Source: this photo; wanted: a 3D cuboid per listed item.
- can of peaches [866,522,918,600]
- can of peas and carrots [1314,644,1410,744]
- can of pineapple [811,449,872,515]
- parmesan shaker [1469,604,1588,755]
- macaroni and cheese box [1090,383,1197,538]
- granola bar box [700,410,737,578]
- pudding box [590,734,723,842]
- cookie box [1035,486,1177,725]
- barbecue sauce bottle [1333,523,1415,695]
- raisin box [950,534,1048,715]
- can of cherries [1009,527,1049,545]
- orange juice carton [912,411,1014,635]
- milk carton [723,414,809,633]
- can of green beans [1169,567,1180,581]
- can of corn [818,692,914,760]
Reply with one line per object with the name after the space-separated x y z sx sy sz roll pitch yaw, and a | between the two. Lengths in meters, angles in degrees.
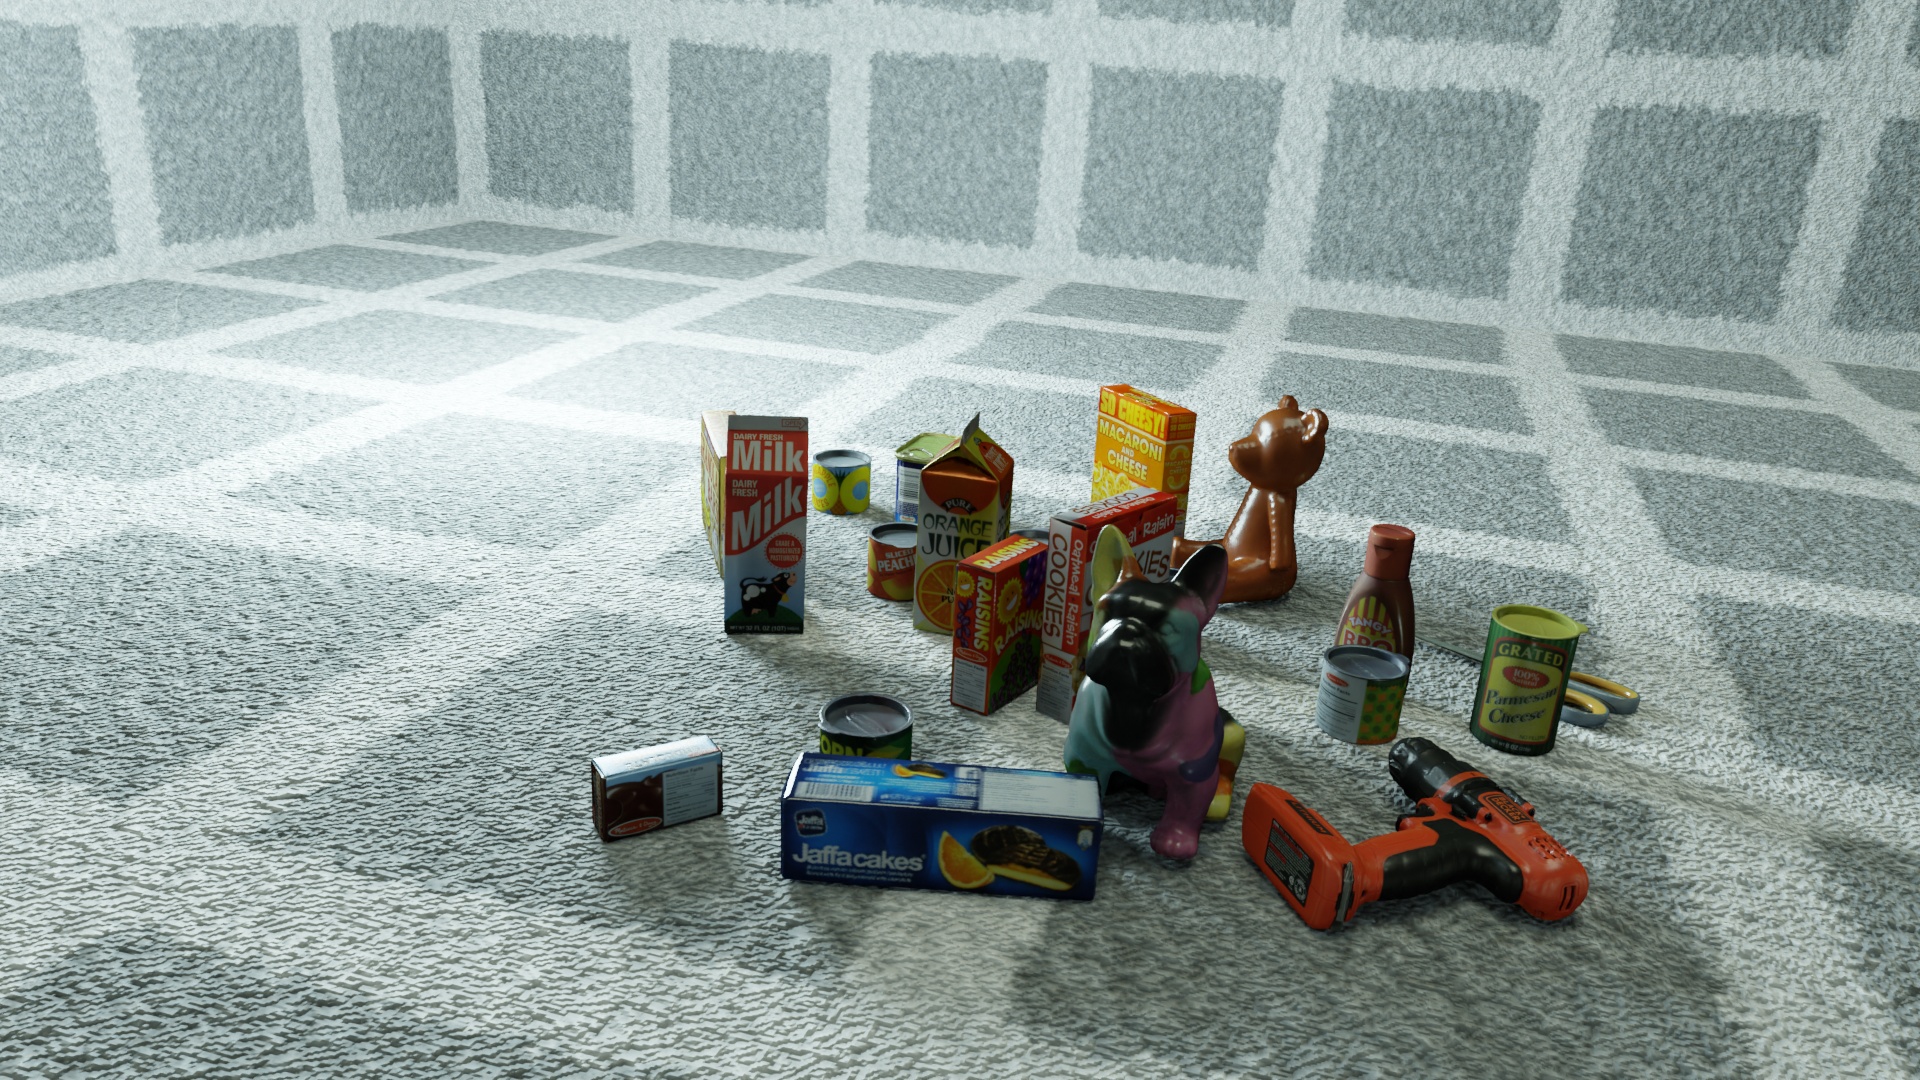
-0.056 0.021 1.326 0.071 0.057 0.071 3 20 -1 | can of peaches
0.322 0.122 1.109 0.071 0.058 0.071 3 20 -1 | can of peas and carrots
-0.134 -0.065 1.547 0.071 0.057 0.071 3 20 -1 | can of pineapple
0.448 0.111 1.097 0.071 0.102 0.071 3 20 -1 | parmesan shaker
0.188 -0.069 1.451 0.040 0.165 0.124 -8 23 -28 | macaroni and cheese box
-0.234 -0.050 1.393 0.039 0.123 0.166 -3 21 -16 | granola bar box
-0.201 0.164 0.924 0.084 0.049 0.030 -9 23 -31 | pudding box
0.118 0.050 1.116 0.040 0.166 0.123 19 25 38 | cookie box
0.347 0.061 1.150 0.065 0.148 0.044 17 24 34 | barbecue sauce bottle
0.032 0.067 1.120 0.040 0.123 0.086 16 23 32 | raisin box
0.072 0.026 1.332 0.071 0.058 0.072 3 20 -1 | can of cherries
0.004 -0.016 1.239 0.073 0.191 0.072 8 20 12 | orange juice carton
-0.171 -0.018 1.221 0.072 0.189 0.074 1 20 -8 | milk carton
0.183 0.062 1.253 0.071 0.057 0.071 3 20 -1 | can of green beans
-0.069 0.148 0.976 0.071 0.058 0.071 3 20 -1 | can of corn
